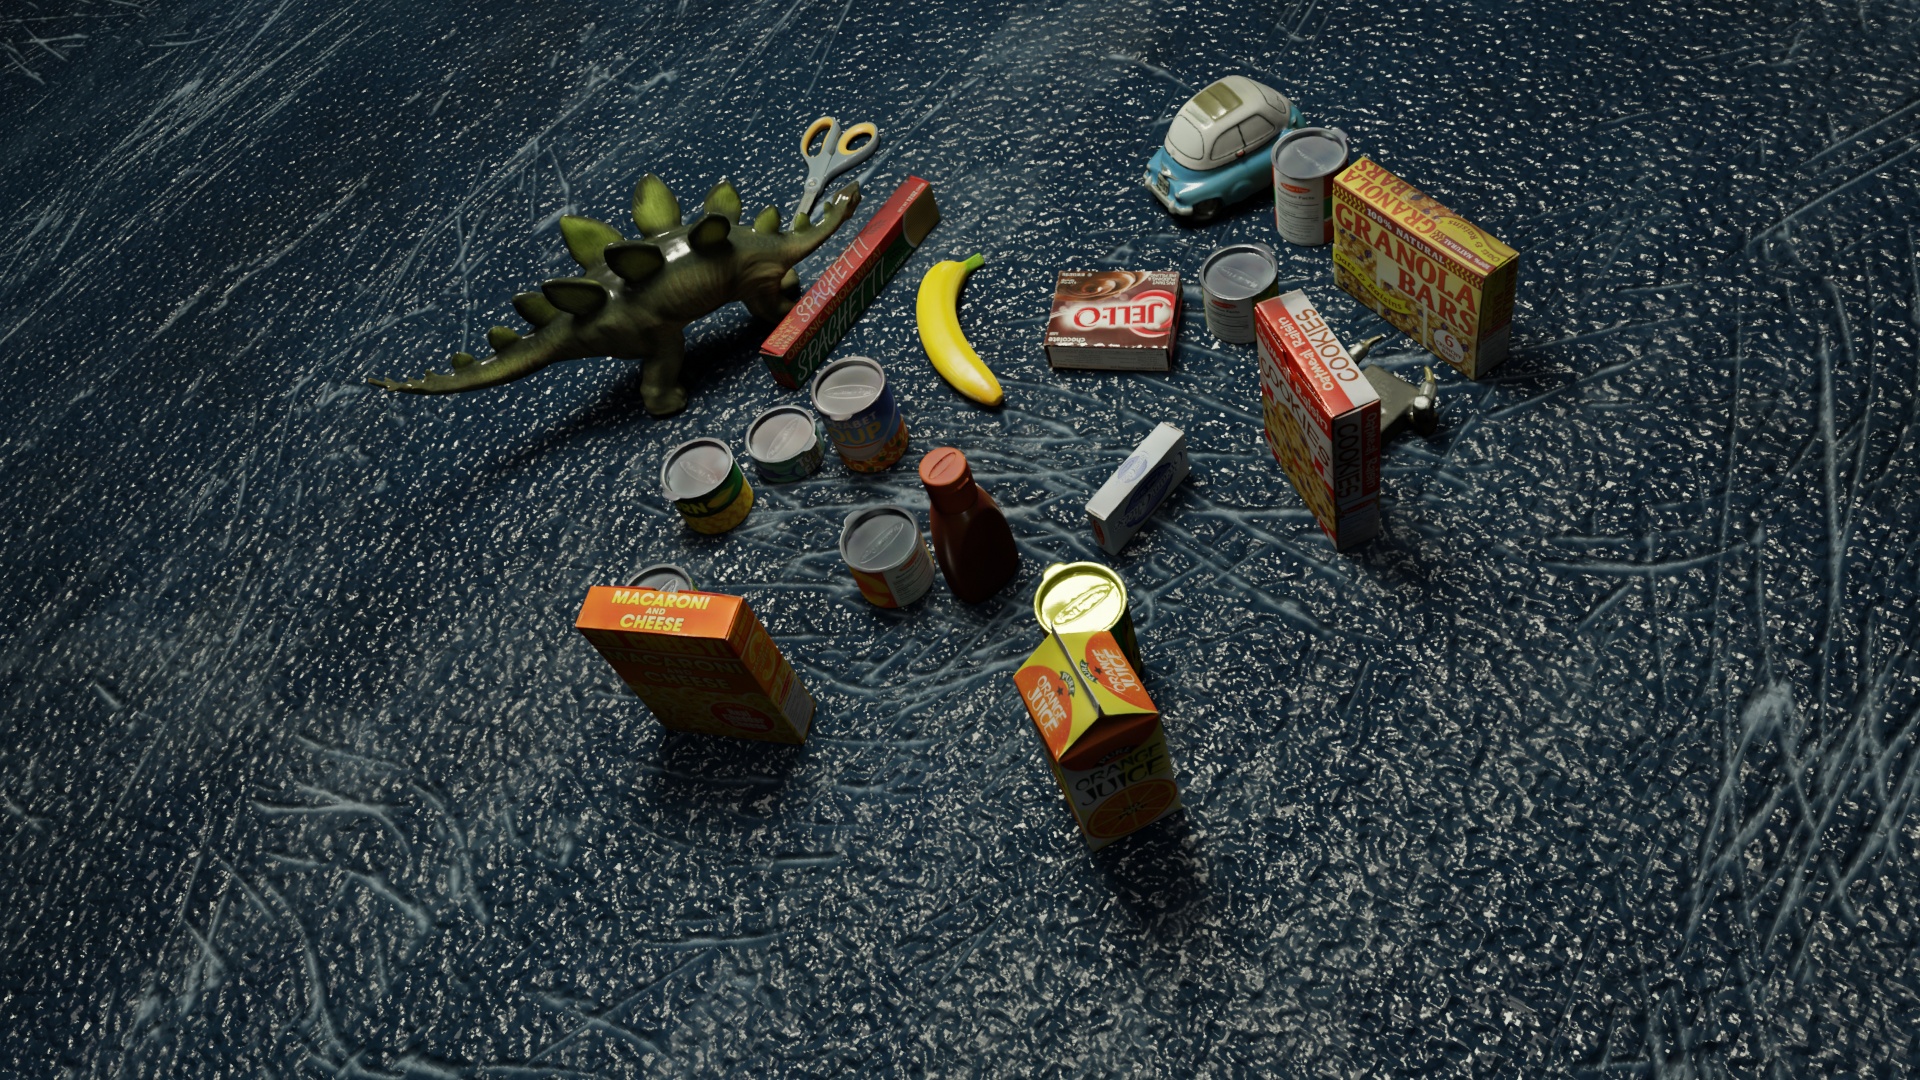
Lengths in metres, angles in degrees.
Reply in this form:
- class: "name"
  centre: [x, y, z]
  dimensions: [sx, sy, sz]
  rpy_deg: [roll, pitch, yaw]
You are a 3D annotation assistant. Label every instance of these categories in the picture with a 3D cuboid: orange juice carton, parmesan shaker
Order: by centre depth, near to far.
- class: "orange juice carton"
  centre: [0.091, 0.127, 0.924]
  dimensions: [0.073, 0.191, 0.072]
  rpy_deg: [-26, 53, -3]
- class: "parmesan shaker"
  centre: [0.095, 0.069, 1.021]
  dimensions: [0.071, 0.102, 0.071]
  rpy_deg: [-8, 54, 11]

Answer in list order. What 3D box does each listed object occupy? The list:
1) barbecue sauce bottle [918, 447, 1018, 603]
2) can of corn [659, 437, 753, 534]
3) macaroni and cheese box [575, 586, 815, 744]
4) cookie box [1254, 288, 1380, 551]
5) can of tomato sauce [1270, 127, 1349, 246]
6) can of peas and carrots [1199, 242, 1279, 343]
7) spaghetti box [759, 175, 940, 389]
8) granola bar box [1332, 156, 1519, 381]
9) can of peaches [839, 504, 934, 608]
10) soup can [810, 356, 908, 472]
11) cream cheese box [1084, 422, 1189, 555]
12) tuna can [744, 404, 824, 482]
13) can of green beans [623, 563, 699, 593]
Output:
- class: "barbecue sauce bottle"
  centre: [0.004, -0.014, 1.077]
  dimensions: [0.044, 0.148, 0.065]
  rpy_deg: [33, 70, 32]
- class: "can of corn"
  centre: [-0.224, -0.045, 1.220]
  dimensions: [0.071, 0.058, 0.071]
  rpy_deg: [-8, 54, 11]
- class: "macaroni and cheese box"
  centre: [-0.195, 0.094, 1.045]
  dimensions: [0.124, 0.165, 0.040]
  rpy_deg: [3, 57, 18]
- class: "cookie box"
  centre: [0.268, -0.088, 1.044]
  dimensions: [0.040, 0.166, 0.123]
  rpy_deg: [-23, 53, -1]
- class: "can of tomato sauce"
  centre: [0.316, -0.318, 1.247]
  dimensions: [0.071, 0.082, 0.071]
  rpy_deg: [-8, 54, 11]
- class: "can of peas and carrots"
  centre: [0.245, -0.216, 1.210]
  dimensions: [0.071, 0.058, 0.071]
  rpy_deg: [-8, 54, 11]
- class: "spaghetti box"
  centre: [-0.103, -0.250, 1.337]
  dimensions: [0.029, 0.050, 0.251]
  rpy_deg: [23, 64, 28]
- class: "granola bar box"
  centre: [0.375, -0.222, 1.136]
  dimensions: [0.039, 0.123, 0.166]
  rpy_deg: [-35, 54, -10]
- class: "can of peaches"
  centre: [-0.060, 0.012, 1.133]
  dimensions: [0.071, 0.057, 0.071]
  rpy_deg: [-8, 54, 11]
- class: "soup can"
  centre: [-0.087, -0.106, 1.209]
  dimensions: [0.071, 0.083, 0.072]
  rpy_deg: [-8, 54, 11]
- class: "cream cheese box"
  centre: [0.143, -0.042, 1.117]
  dimensions: [0.024, 0.053, 0.104]
  rpy_deg: [32, 69, 32]
- class: "tuna can"
  centre: [-0.155, -0.086, 1.246]
  dimensions: [0.071, 0.032, 0.071]
  rpy_deg: [-8, 54, 11]
- class: "can of green beans"
  centre: [-0.242, 0.062, 1.149]
  dimensions: [0.071, 0.057, 0.071]
  rpy_deg: [-8, 54, 11]
